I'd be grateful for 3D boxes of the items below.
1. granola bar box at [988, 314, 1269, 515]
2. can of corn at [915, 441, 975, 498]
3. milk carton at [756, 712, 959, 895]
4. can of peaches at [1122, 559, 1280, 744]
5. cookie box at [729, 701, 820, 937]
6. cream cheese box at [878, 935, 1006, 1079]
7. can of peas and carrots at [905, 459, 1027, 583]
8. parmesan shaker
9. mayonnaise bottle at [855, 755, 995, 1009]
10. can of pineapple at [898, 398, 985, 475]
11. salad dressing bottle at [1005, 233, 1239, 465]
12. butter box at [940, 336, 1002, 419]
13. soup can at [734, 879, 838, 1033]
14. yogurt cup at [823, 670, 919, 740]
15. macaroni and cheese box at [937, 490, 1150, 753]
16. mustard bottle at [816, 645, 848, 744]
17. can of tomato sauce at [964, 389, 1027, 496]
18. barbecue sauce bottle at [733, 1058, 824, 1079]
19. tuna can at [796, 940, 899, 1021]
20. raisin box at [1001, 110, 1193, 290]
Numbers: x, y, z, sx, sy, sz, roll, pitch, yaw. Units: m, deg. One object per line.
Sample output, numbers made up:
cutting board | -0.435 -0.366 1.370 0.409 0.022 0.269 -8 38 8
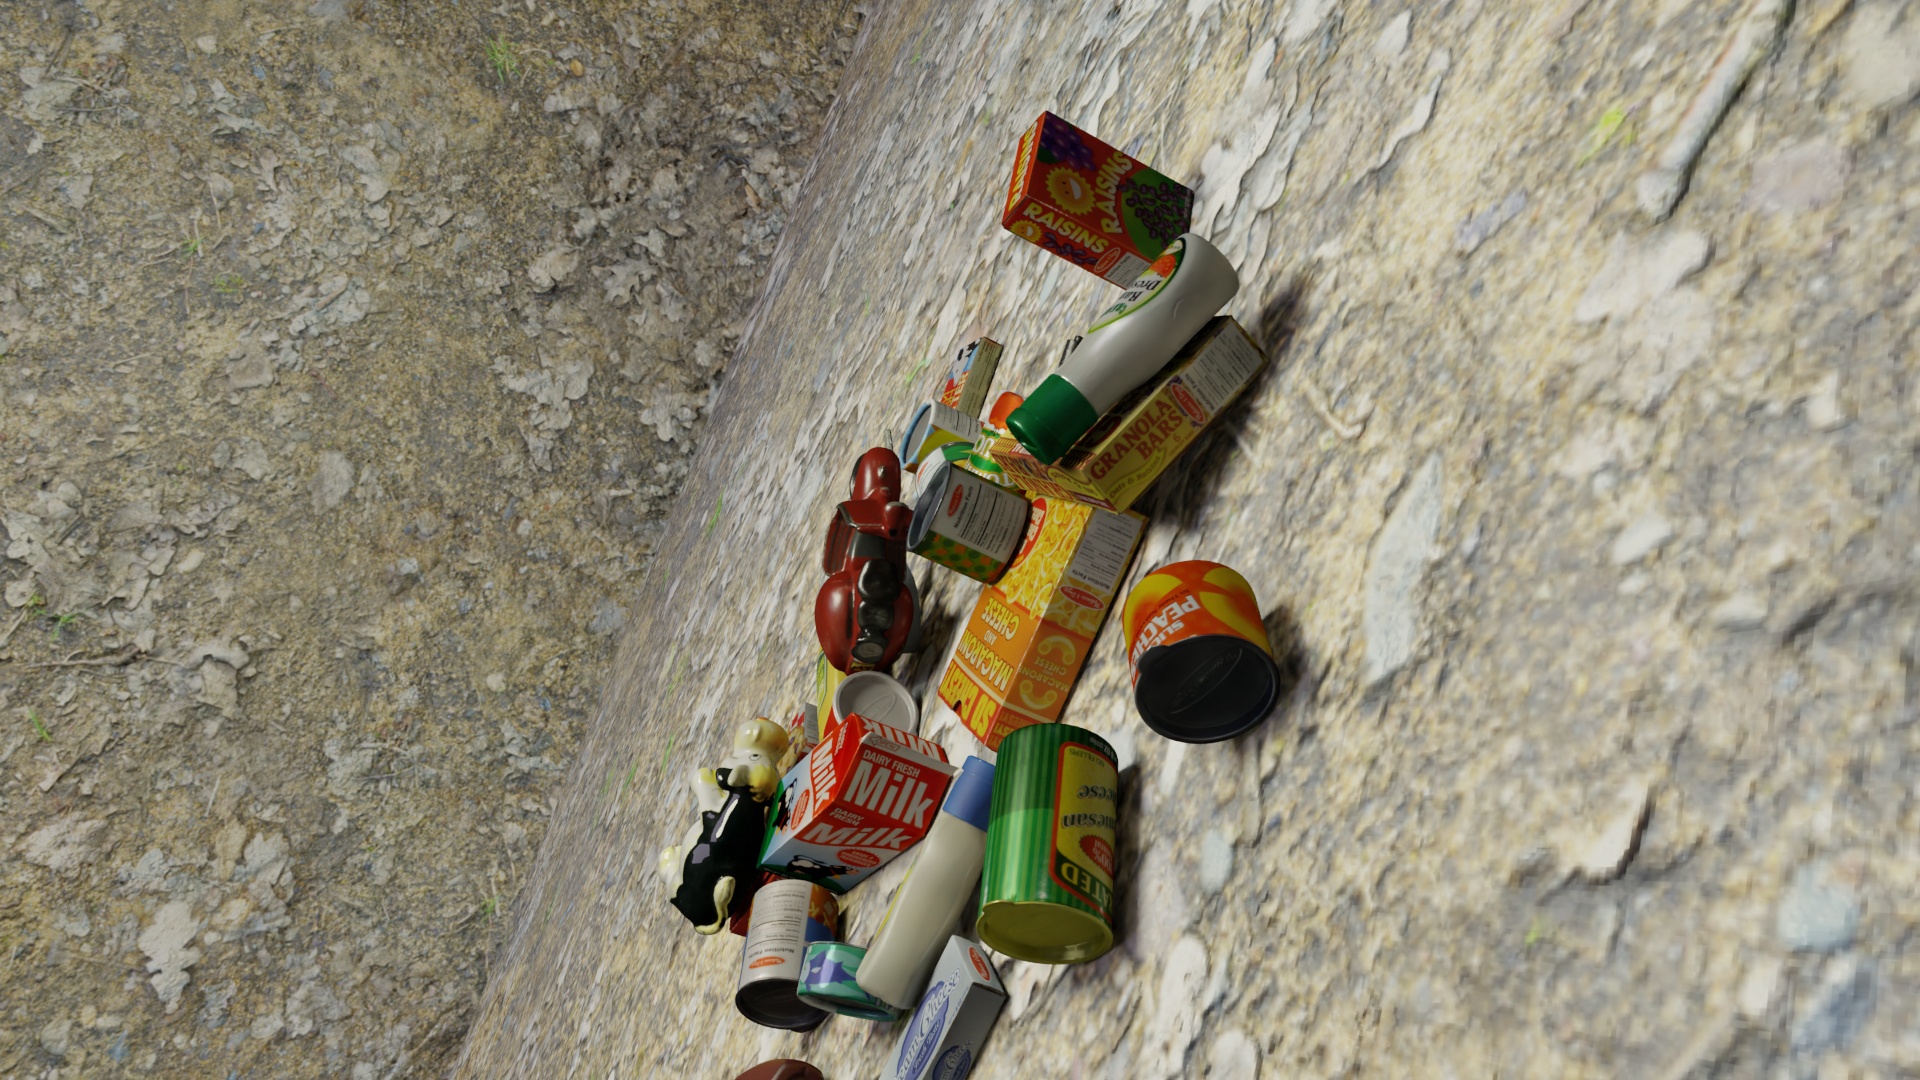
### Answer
granola bar box | 0.095 -0.078 0.835 0.124 0.039 0.165 -45 17 -7
can of corn | 0.005 -0.033 1.057 0.071 0.071 0.058 -59 25 21
milk carton | -0.074 0.185 0.997 0.189 0.072 0.074 -45 27 48
can of peaches | 0.109 0.050 0.648 0.071 0.071 0.058 -56 20 30
cookie box | -0.150 0.241 1.194 0.122 0.040 0.168 -55 21 31
cream cheese box | -0.012 0.280 0.778 0.103 0.024 0.053 -64 17 6
can of peas and carrots | 0.003 -0.011 0.917 0.070 0.059 0.071 -60 14 25
parmesan shaker | 0.044 0.151 0.704 0.071 0.071 0.103 -48 25 44
mayonnaise bottle | -0.012 0.202 0.829 0.148 0.041 0.064 -63 -9 -11
can of pineapple | -0.014 -0.078 1.180 0.070 0.058 0.071 -54 22 34
salad dressing bottle | 0.088 -0.105 0.767 0.148 0.044 0.064 -45 16 -6
butter box | 0.003 -0.130 1.251 0.053 0.024 0.104 -15 53 67
soup can | -0.123 0.301 1.007 0.071 0.071 0.084 -54 21 35
yogurt cup | -0.072 0.142 1.062 0.053 0.072 0.073 120 163 -45
macaroni and cheese box | 0.047 0.044 0.880 0.166 0.040 0.124 -65 17 1
mustard bottle | -0.092 0.138 1.137 0.161 0.049 0.065 -99 20 -52
can of tomato sauce | 0.039 -0.057 0.982 0.083 0.071 0.071 -65 18 2
barbecue sauce bottle | -0.140 0.397 0.967 0.148 0.043 0.065 -38 33 57
tuna can | -0.065 0.277 0.872 0.070 0.071 0.033 -39 33 55
raisin box | 0.095 -0.228 0.952 0.040 0.123 0.086 -40 32 54
